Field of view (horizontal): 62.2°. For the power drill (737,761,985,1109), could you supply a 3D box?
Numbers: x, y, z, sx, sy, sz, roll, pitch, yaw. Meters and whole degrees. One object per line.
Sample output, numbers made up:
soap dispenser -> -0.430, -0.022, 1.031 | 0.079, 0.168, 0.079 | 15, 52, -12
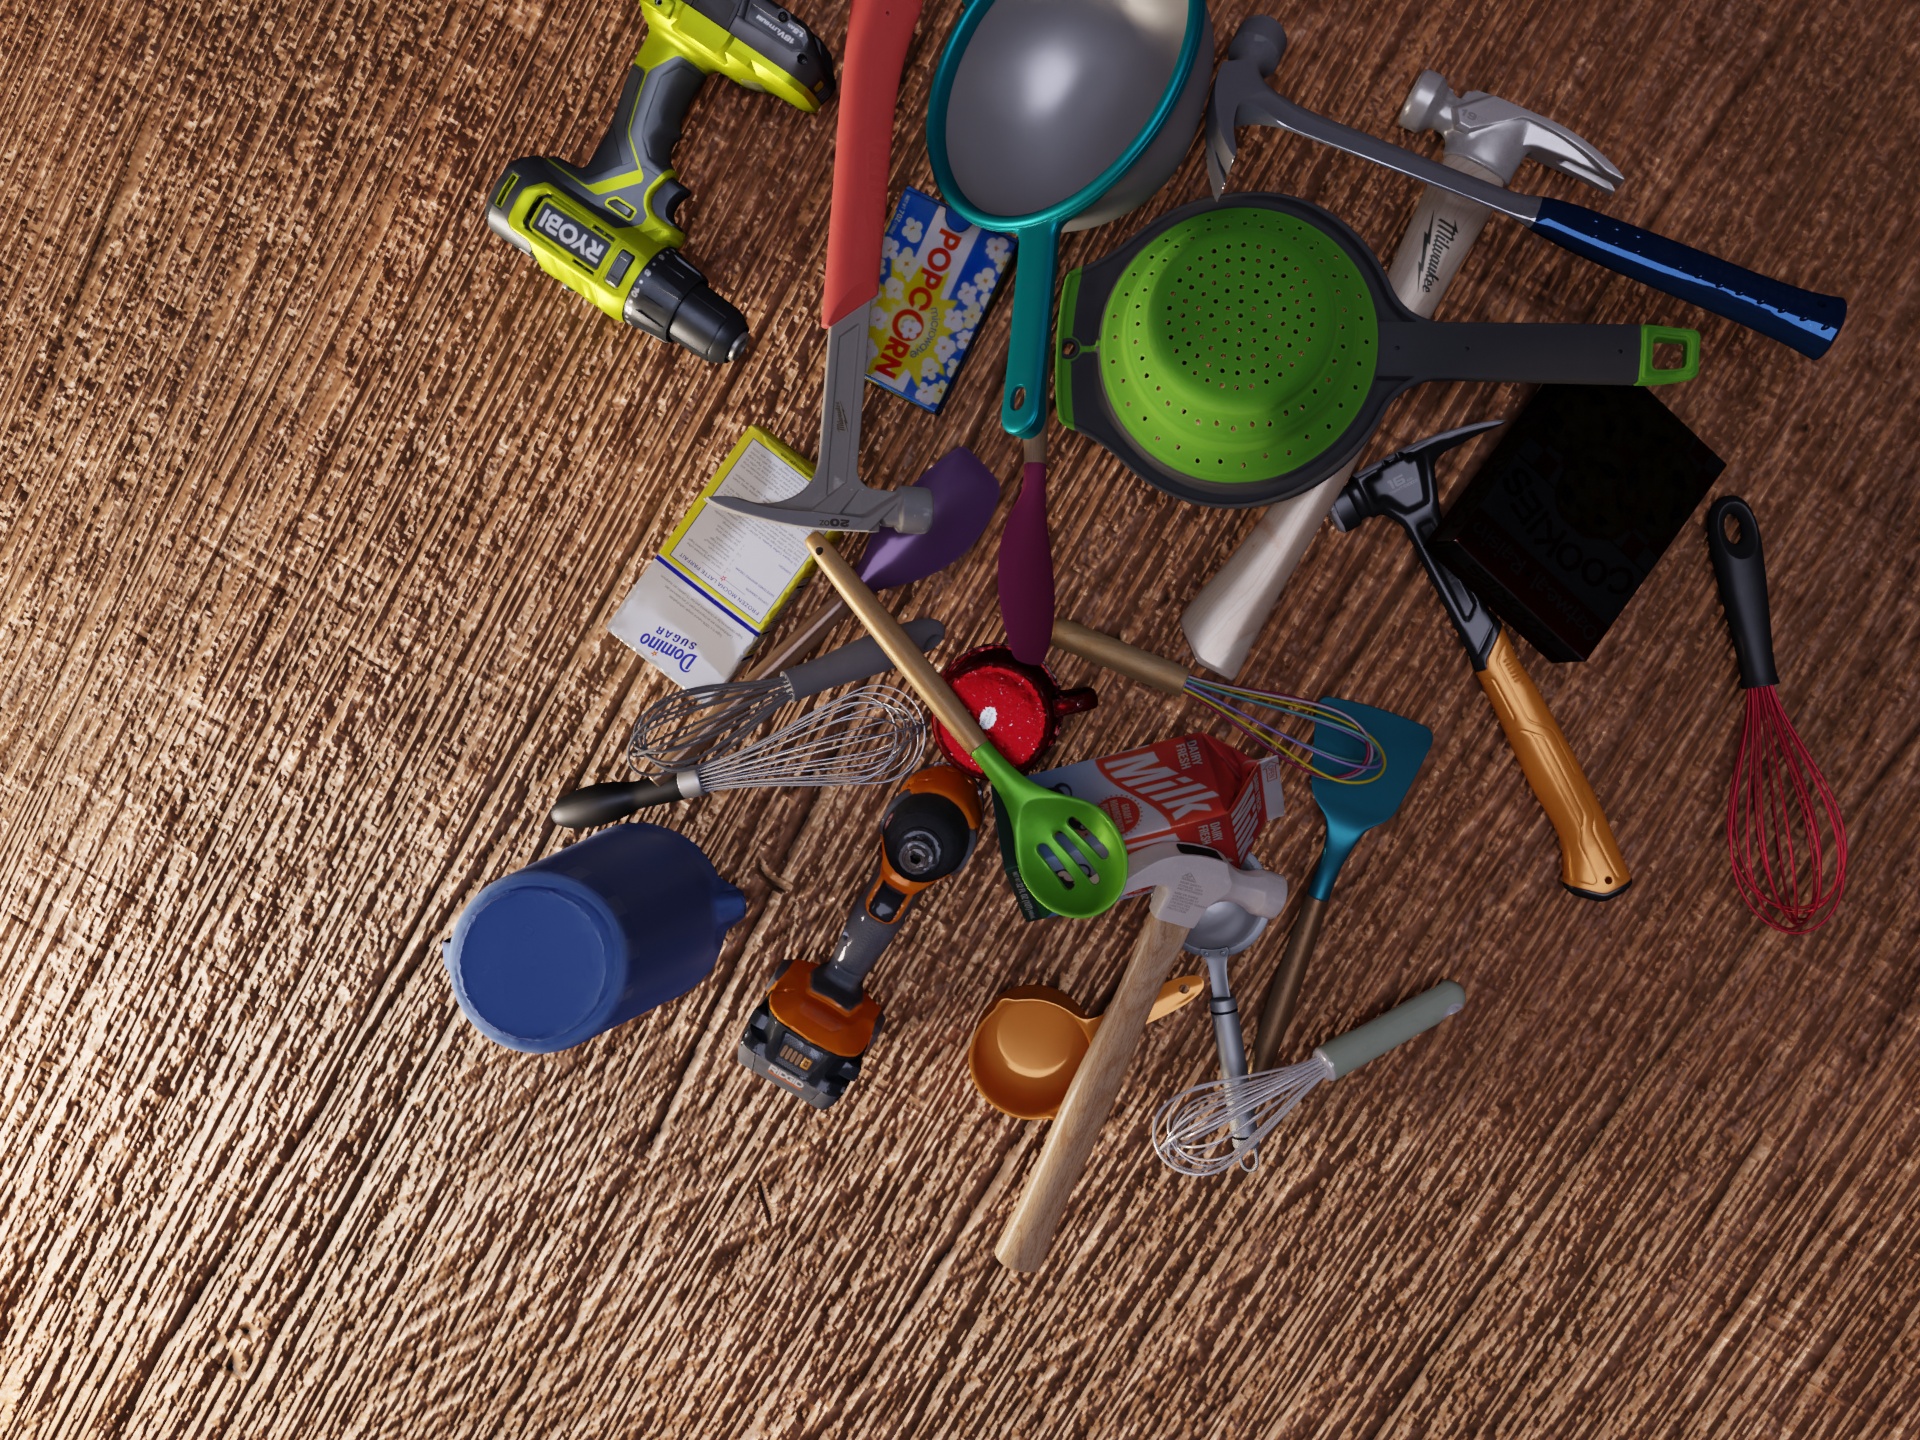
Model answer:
power drill -> -0.061, 0.141, 1.064 | 0.084, 0.164, 0.226 | 30, 100, 0

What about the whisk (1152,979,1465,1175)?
whisk -> 0.240, 0.237, 1.082 | 0.246, 0.057, 0.059 | -25, 56, -13

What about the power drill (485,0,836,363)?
power drill -> -0.183, -0.371, 1.061 | 0.190, 0.080, 0.228 | 34, 100, 0

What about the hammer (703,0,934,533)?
hammer -> -0.077, -0.303, 1.026 | 0.149, 0.037, 0.359 | 4, 94, -15

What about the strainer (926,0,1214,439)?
strainer -> 0.078, -0.332, 0.999 | 0.211, 0.095, 0.340 | -1, 80, 41

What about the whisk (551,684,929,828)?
whisk -> -0.157, 0.035, 1.116 | 0.284, 0.070, 0.070 | -14, 95, 11

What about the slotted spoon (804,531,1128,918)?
slotted spoon -> -0.002, -0.003, 1.025 | 0.070, 0.031, 0.314 | -41, 79, 11

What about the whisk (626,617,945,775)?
whisk -> -0.114, -0.020, 1.071 | 0.239, 0.055, 0.055 | -23, 95, -20

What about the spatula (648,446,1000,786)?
spatula -> -0.095, -0.065, 1.098 | 0.316, 0.018, 0.059 | -43, 101, -1

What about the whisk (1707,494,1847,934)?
whisk -> 0.534, -0.004, 1.057 | 0.073, 0.073, 0.296 | -9, 89, 5

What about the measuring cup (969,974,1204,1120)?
measuring cup -> 0.089, 0.212, 1.114 | 0.173, 0.052, 0.095 | -26, 96, 6

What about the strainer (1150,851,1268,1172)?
strainer -> 0.182, 0.189, 1.102 | 0.087, 0.050, 0.258 | -8, 94, 25

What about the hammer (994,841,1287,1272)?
hammer -> 0.095, 0.230, 1.068 | 0.130, 0.031, 0.331 | 17, 106, -15

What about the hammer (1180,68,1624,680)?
hammer -> 0.270, -0.209, 1.038 | 0.146, 0.038, 0.410 | 28, 93, 8

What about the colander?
colander -> 0.253, -0.235, 0.974 | 0.397, 0.094, 0.204 | 3, 90, 9

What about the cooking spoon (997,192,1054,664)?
cooking spoon -> 0.051, -0.196, 1.060 | 0.017, 0.068, 0.319 | -2, 84, 35

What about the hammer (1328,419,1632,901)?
hammer -> 0.374, -0.034, 1.075 | 0.127, 0.034, 0.337 | -27, 94, 8

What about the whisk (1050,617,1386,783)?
whisk -> 0.172, -0.015, 1.079 | 0.245, 0.051, 0.047 | 23, 81, 10

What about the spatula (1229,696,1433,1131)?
spatula -> 0.242, 0.144, 1.111 | 0.082, 0.044, 0.317 | 17, 102, 4

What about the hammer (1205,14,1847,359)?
hammer -> 0.340, -0.310, 0.973 | 0.405, 0.035, 0.144 | 23, 59, 2
